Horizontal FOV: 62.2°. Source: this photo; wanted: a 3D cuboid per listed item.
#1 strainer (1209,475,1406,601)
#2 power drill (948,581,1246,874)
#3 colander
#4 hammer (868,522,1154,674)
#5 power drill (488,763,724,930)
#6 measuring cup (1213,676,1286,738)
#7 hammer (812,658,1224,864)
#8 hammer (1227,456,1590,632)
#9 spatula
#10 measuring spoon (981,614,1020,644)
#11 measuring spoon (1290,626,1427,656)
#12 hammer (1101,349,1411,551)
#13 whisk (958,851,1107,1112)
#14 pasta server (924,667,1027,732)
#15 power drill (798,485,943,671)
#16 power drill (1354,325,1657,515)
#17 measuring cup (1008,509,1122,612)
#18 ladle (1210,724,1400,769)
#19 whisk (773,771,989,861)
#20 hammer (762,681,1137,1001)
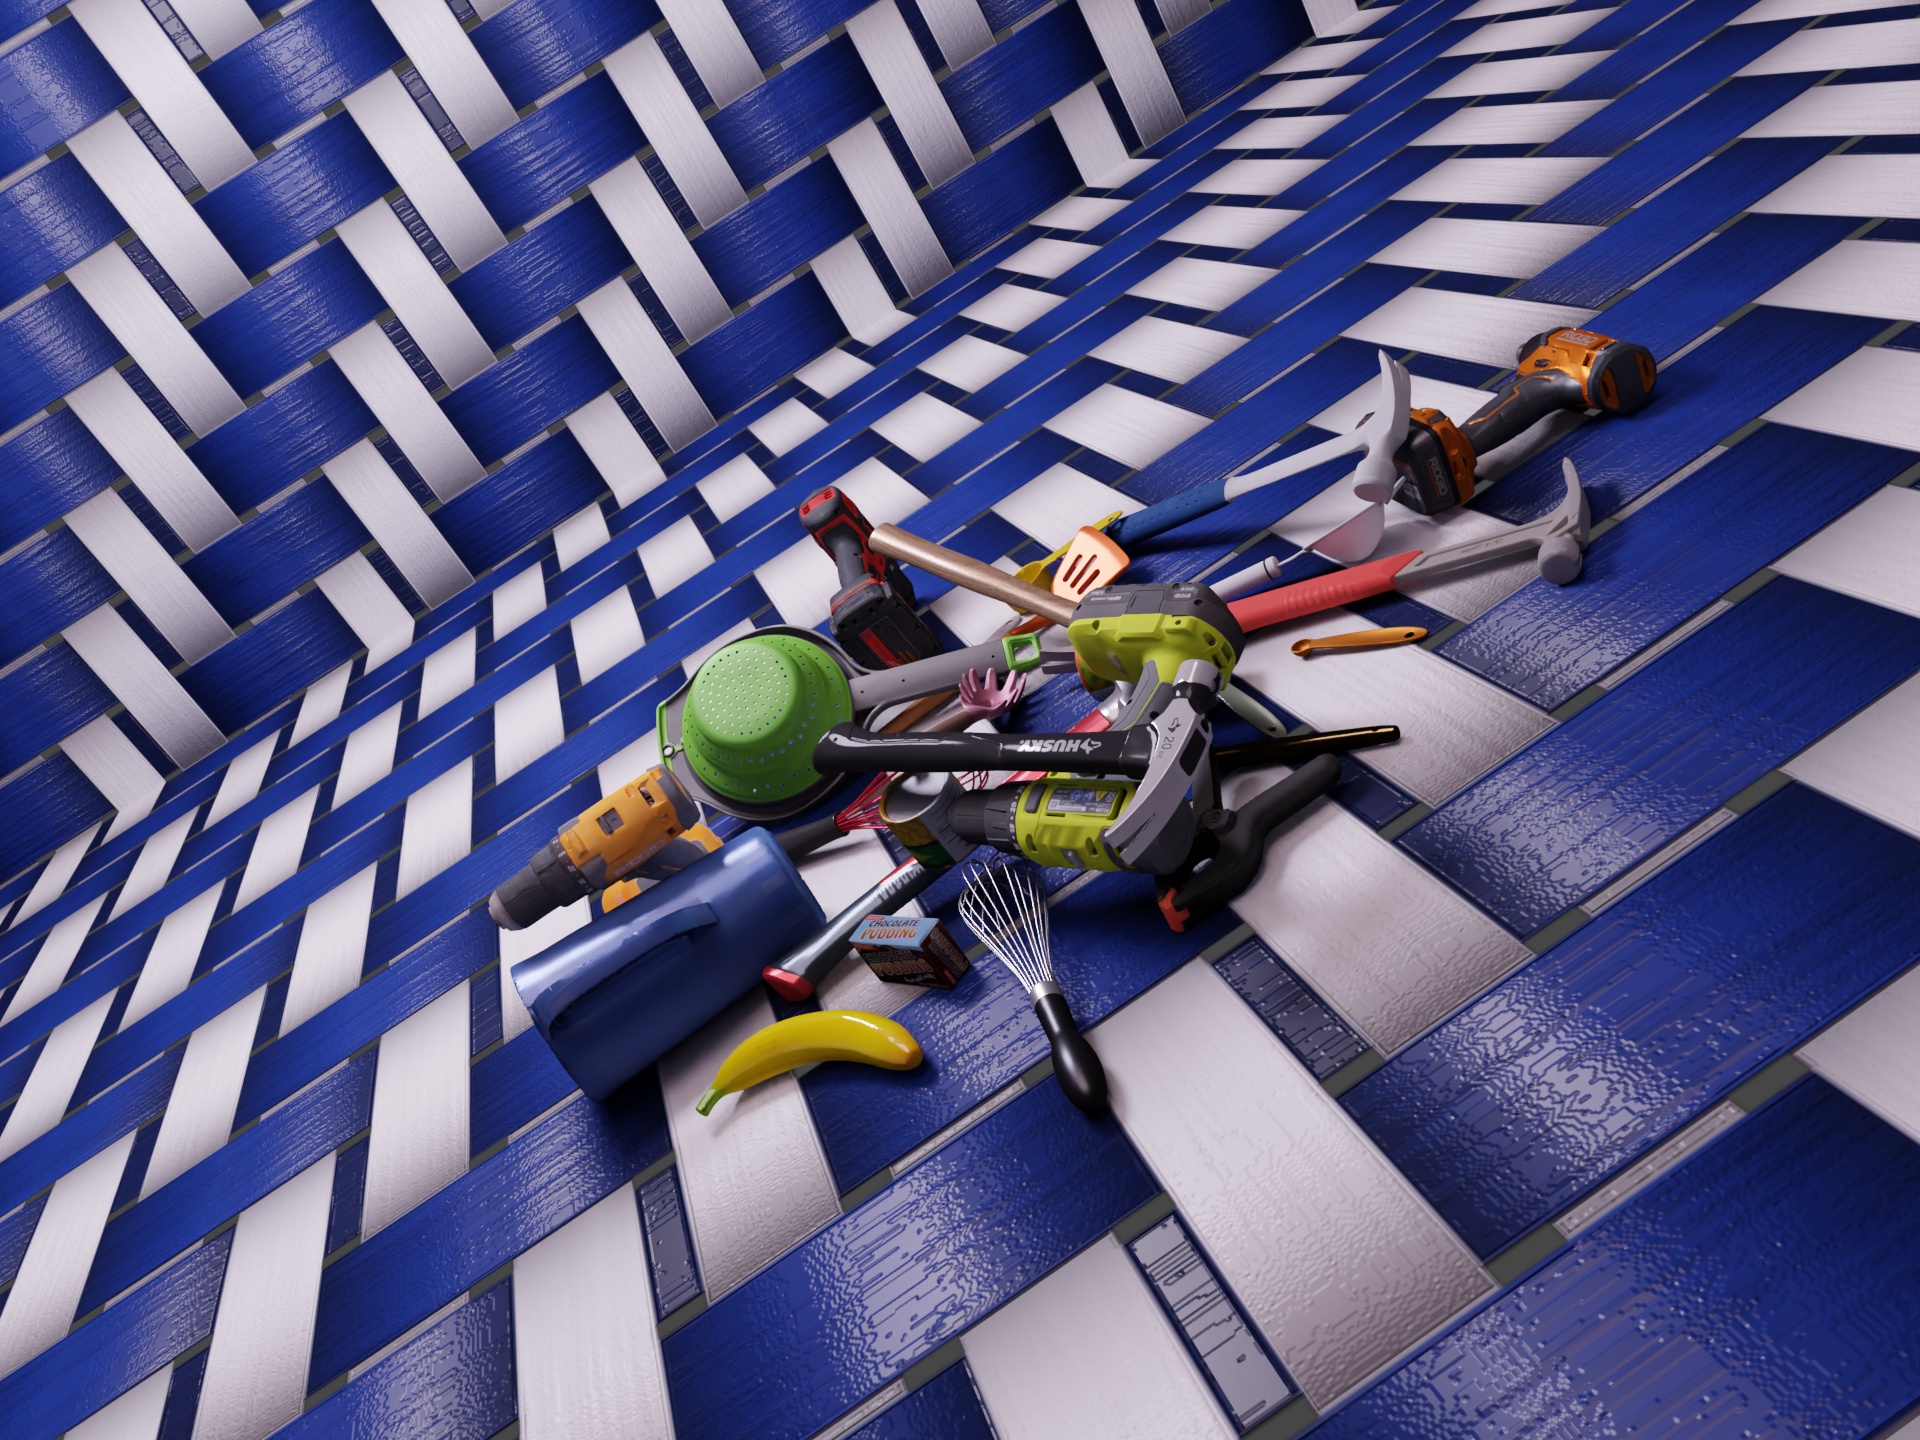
[{"bbox_3d":[0.287,-0.138,1.419,0.258,0.050,0.087,-25,0,28],"label":"strainer"},{"bbox_3d":[0.103,0.009,1.182,0.191,0.080,0.229,1,53,38],"label":"power drill"},{"bbox_3d":[-0.118,-0.033,1.539,0.397,0.094,0.205,-15,68,5],"label":"colander"},{"bbox_3d":[0.036,-0.130,1.556,0.331,0.031,0.130,25,56,34],"label":"hammer"},{"bbox_3d":[-0.292,0.137,1.374,0.185,0.226,0.084,-35,69,-7],"label":"power drill"},{"bbox_3d":[0.209,-0.014,1.291,0.083,0.038,0.168,-22,37,-20],"label":"measuring cup"},{"bbox_3d":[0.022,0.027,1.146,0.335,0.035,0.146,-1,54,38],"label":"hammer"},{"bbox_3d":[0.339,-0.122,1.332,0.359,0.036,0.149,-15,30,31],"label":"hammer"},{"bbox_3d":[0.030,-0.074,1.592,0.322,0.041,0.081,-37,50,-7],"label":"spatula"},{"bbox_3d":[0.016,-0.075,1.638,0.124,0.018,0.034,-42,26,-22],"label":"measuring spoon"},{"bbox_3d":[0.320,-0.062,1.279,0.117,0.011,0.021,-5,35,38],"label":"measuring spoon"},{"bbox_3d":[0.265,-0.225,1.498,0.405,0.035,0.144,-16,51,57],"label":"hammer"},{"bbox_3d":[0.053,0.173,1.103,0.070,0.070,0.285,-31,30,3],"label":"whisk"},{"bbox_3d":[-0.002,-0.004,1.382,0.060,0.040,0.316,6,11,15],"label":"pasta server"},{"bbox_3d":[-0.090,-0.136,1.732,0.080,0.187,0.227,-33,43,10],"label":"power drill"},{"bbox_3d":[0.474,-0.277,1.415,0.226,0.084,0.164,-28,24,-1],"label":"power drill"},{"bbox_3d":[0.111,-0.165,1.655,0.156,0.029,0.062,-34,24,17],"label":"measuring cup"},{"bbox_3d":[0.190,0.030,1.239,0.315,0.031,0.069,-10,42,36],"label":"ladle"},{"bbox_3d":[-0.092,0.086,1.427,0.296,0.073,0.073,-24,25,29],"label":"whisk"},{"bbox_3d":[-0.004,0.087,1.290,0.386,0.038,0.143,-38,34,0],"label":"hammer"}]
